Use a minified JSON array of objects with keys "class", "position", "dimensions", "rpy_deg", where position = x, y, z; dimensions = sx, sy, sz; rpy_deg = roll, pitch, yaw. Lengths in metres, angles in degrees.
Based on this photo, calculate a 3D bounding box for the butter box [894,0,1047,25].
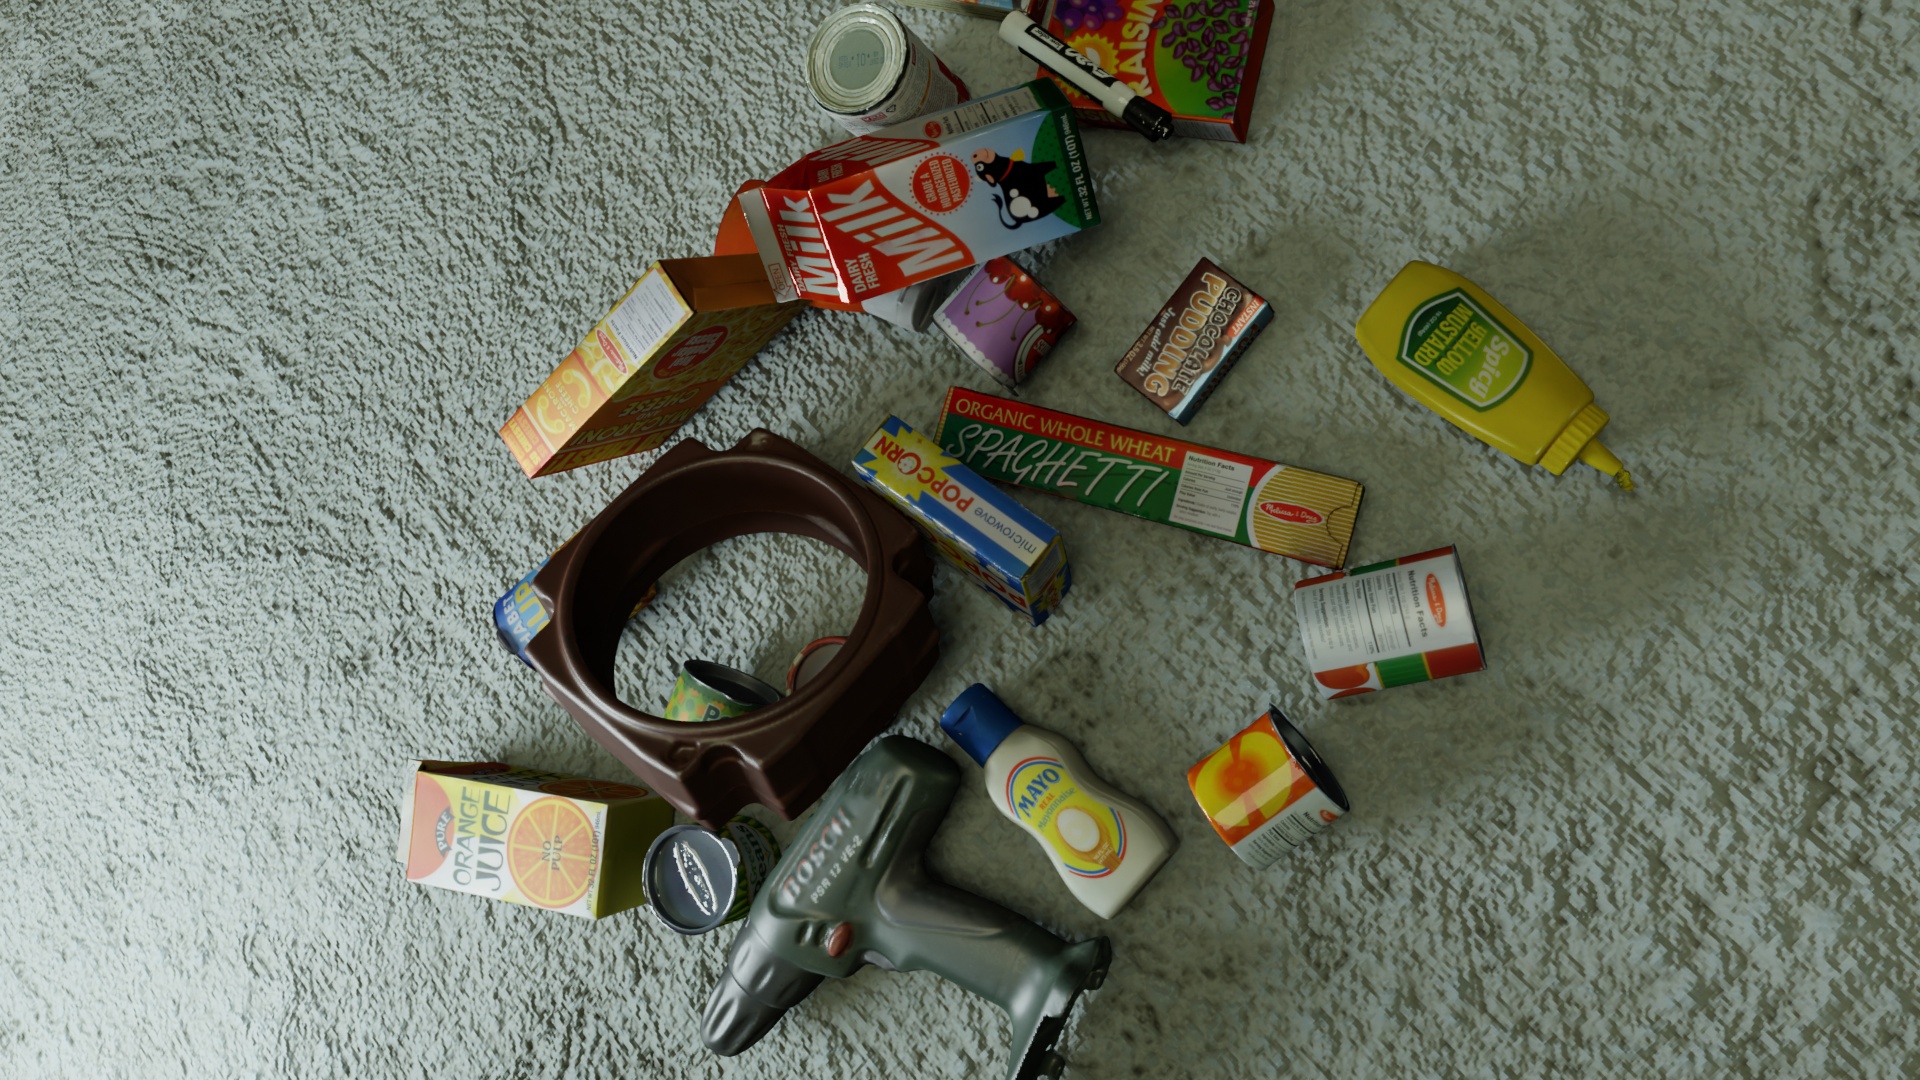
[{"class":"butter box","position":[0.007,-0.355,0.863],"dimensions":[0.103,0.024,0.053],"rpy_deg":[18,93,22]}]

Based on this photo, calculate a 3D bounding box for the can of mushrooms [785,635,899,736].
[{"class":"can of mushrooms","position":[-0.071,0.089,0.851],"dimensions":[0.071,0.033,0.071],"rpy_deg":[-2,85,22]}]

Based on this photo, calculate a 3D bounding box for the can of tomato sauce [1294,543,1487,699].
[{"class":"can of tomato sauce","position":[0.224,0.044,0.725],"dimensions":[0.083,0.071,0.071],"rpy_deg":[-15,81,20]}]

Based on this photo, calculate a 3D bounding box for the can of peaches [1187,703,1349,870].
[{"class":"can of peaches","position":[0.162,0.131,0.741],"dimensions":[0.058,0.071,0.071],"rpy_deg":[-41,73,14]}]

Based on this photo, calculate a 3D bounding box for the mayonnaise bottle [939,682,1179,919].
[{"class":"mayonnaise bottle","position":[0.051,0.144,0.795],"dimensions":[0.148,0.041,0.064],"rpy_deg":[42,101,18]}]

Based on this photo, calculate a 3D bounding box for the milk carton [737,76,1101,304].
[{"class":"milk carton","position":[-0.025,-0.194,0.791],"dimensions":[0.191,0.074,0.072],"rpy_deg":[-17,121,2]}]

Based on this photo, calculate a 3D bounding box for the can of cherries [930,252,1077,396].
[{"class":"can of cherries","position":[0.028,-0.129,0.815],"dimensions":[0.058,0.071,0.071],"rpy_deg":[-47,72,11]}]

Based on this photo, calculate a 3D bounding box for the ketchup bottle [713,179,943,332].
[{"class":"ketchup bottle","position":[-0.082,-0.174,0.872],"dimensions":[0.149,0.043,0.064],"rpy_deg":[27,98,21]}]

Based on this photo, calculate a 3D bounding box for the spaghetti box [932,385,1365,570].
[{"class":"spaghetti box","position":[0.102,-0.038,0.797],"dimensions":[0.250,0.029,0.050],"rpy_deg":[16,91,21]}]

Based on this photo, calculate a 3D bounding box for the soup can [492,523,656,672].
[{"class":"soup can","position":[-0.252,0.039,0.905],"dimensions":[0.083,0.071,0.071],"rpy_deg":[-39,74,14]}]

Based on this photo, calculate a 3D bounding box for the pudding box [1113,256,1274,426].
[{"class":"pudding box","position":[0.133,-0.112,0.791],"dimensions":[0.050,0.030,0.083],"rpy_deg":[42,101,18]}]

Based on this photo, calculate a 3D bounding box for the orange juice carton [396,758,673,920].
[{"class":"orange juice carton","position":[-0.290,0.190,0.906],"dimensions":[0.193,0.073,0.072],"rpy_deg":[5,88,22]}]

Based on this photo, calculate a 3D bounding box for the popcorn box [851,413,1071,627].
[{"class":"popcorn box","position":[0.003,-0.010,0.800],"dimensions":[0.127,0.085,0.038],"rpy_deg":[36,79,20]}]

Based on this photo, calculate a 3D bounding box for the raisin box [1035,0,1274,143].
[{"class":"raisin box","position":[0.111,-0.283,0.809],"dimensions":[0.123,0.040,0.086],"rpy_deg":[13,91,22]}]

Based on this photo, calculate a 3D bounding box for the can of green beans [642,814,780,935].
[{"class":"can of green beans","position":[-0.152,0.205,0.859],"dimensions":[0.071,0.058,0.071],"rpy_deg":[-2,85,21]}]

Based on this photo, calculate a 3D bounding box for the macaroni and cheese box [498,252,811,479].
[{"class":"macaroni and cheese box","position":[-0.184,-0.108,0.843],"dimensions":[0.166,0.124,0.040],"rpy_deg":[-37,84,29]}]

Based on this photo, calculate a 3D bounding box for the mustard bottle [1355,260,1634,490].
[{"class":"mustard bottle","position":[0.283,-0.080,0.720],"dimensions":[0.160,0.049,0.065],"rpy_deg":[42,102,19]}]

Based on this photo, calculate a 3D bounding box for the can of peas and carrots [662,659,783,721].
[{"class":"can of peas and carrots","position":[-0.150,0.114,0.860],"dimensions":[0.071,0.071,0.058],"rpy_deg":[25,96,21]}]
